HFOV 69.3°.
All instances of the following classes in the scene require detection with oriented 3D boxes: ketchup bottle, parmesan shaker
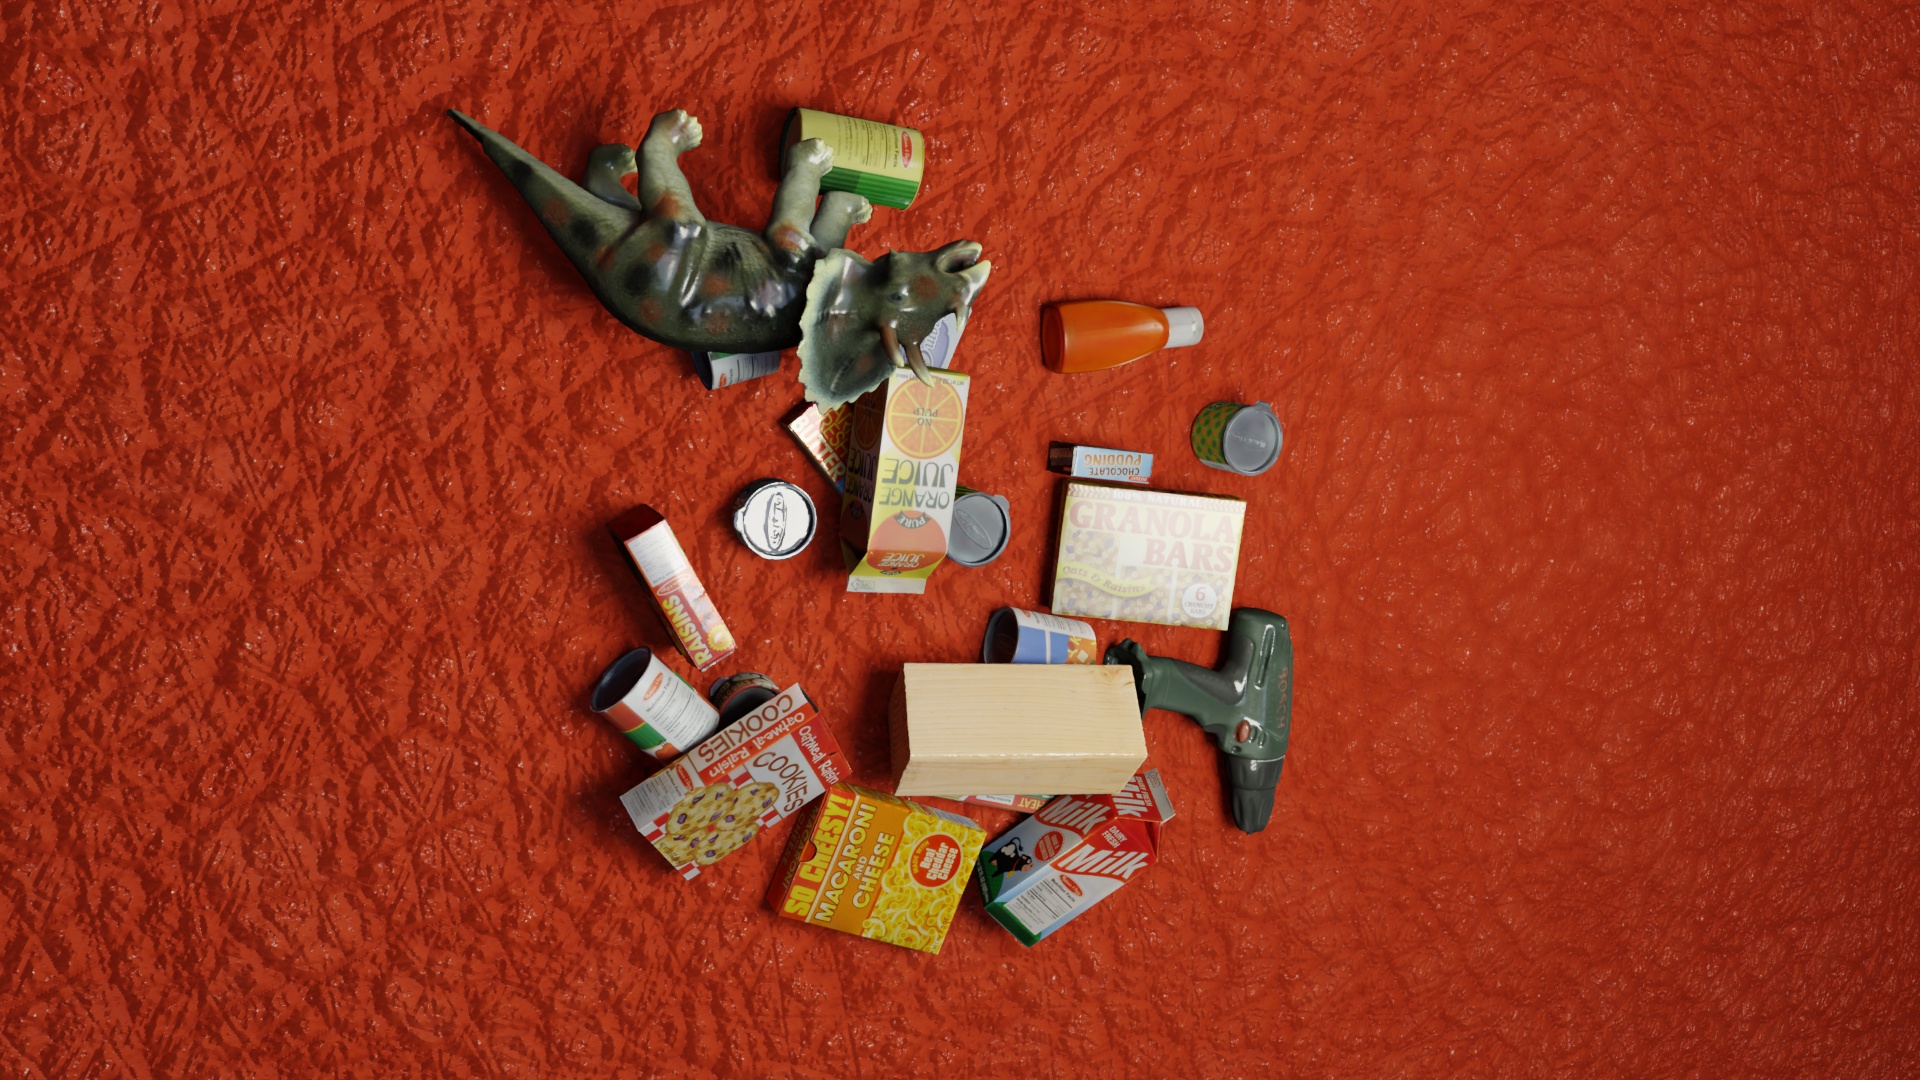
[{"bbox_3d":[0.148,-0.189,1.258,0.149,0.043,0.064,-9,104,-22],"label":"ketchup bottle"},{"bbox_3d":[-0.089,-0.310,1.121,0.103,0.071,0.071,4,98,-23],"label":"parmesan shaker"}]

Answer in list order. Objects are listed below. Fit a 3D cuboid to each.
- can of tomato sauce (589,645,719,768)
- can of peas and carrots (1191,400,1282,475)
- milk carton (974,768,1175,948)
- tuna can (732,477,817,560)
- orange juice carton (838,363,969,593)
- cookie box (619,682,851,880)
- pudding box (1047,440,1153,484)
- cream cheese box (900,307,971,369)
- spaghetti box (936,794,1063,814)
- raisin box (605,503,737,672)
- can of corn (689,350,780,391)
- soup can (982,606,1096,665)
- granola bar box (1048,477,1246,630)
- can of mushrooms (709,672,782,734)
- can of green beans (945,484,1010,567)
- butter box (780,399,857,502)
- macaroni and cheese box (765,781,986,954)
[{"bbox_3d":[-0.249,0.137,1.134,0.071,0.071,0.083,-47,118,-9],"label":"can of tomato sauce"},{"bbox_3d":[0.261,-0.100,1.316,0.071,0.059,0.070,-4,101,-23],"label":"can of peas and carrots"},{"bbox_3d":[0.111,0.283,1.279,0.190,0.072,0.073,-36,117,11],"label":"milk carton"},{"bbox_3d":[-0.159,-0.019,1.162,0.071,0.033,0.071,-5,102,-23],"label":"tuna can"},{"bbox_3d":[-0.050,-0.050,1.154,0.072,0.073,0.192,4,99,-25],"label":"orange juice carton"},{"bbox_3d":[-0.180,0.202,1.150,0.168,0.040,0.122,-32,148,-11],"label":"cookie box"},{"bbox_3d":[0.127,-0.071,1.268,0.084,0.049,0.030,5,96,-25],"label":"pudding box"},{"bbox_3d":[-0.035,-0.163,1.194,0.053,0.024,0.103,23,90,-26],"label":"cream cheese box"},{"bbox_3d":[0.071,0.232,1.312,0.250,0.029,0.050,15,94,-25],"label":"spaghetti box"},{"bbox_3d":[-0.232,0.037,1.112,0.040,0.086,0.123,-32,111,-16],"label":"raisin box"},{"bbox_3d":[-0.183,-0.161,1.108,0.058,0.071,0.071,-18,107,-20],"label":"can of corn"},{"bbox_3d":[0.071,0.102,1.267,0.084,0.071,0.071,13,95,-25],"label":"soup can"},{"bbox_3d":[0.170,0.012,1.282,0.166,0.039,0.124,6,98,-6],"label":"granola bar box"},{"bbox_3d":[-0.181,0.147,1.184,0.071,0.033,0.071,-5,103,-22],"label":"can of mushrooms"},{"bbox_3d":[0.002,-0.014,1.220,0.071,0.058,0.071,-5,102,-22],"label":"can of green beans"},{"bbox_3d":[-0.101,-0.078,1.181,0.053,0.024,0.103,-42,113,-12],"label":"butter box"},{"bbox_3d":[-0.074,0.293,1.254,0.166,0.040,0.123,22,90,-26],"label":"macaroni and cheese box"}]
